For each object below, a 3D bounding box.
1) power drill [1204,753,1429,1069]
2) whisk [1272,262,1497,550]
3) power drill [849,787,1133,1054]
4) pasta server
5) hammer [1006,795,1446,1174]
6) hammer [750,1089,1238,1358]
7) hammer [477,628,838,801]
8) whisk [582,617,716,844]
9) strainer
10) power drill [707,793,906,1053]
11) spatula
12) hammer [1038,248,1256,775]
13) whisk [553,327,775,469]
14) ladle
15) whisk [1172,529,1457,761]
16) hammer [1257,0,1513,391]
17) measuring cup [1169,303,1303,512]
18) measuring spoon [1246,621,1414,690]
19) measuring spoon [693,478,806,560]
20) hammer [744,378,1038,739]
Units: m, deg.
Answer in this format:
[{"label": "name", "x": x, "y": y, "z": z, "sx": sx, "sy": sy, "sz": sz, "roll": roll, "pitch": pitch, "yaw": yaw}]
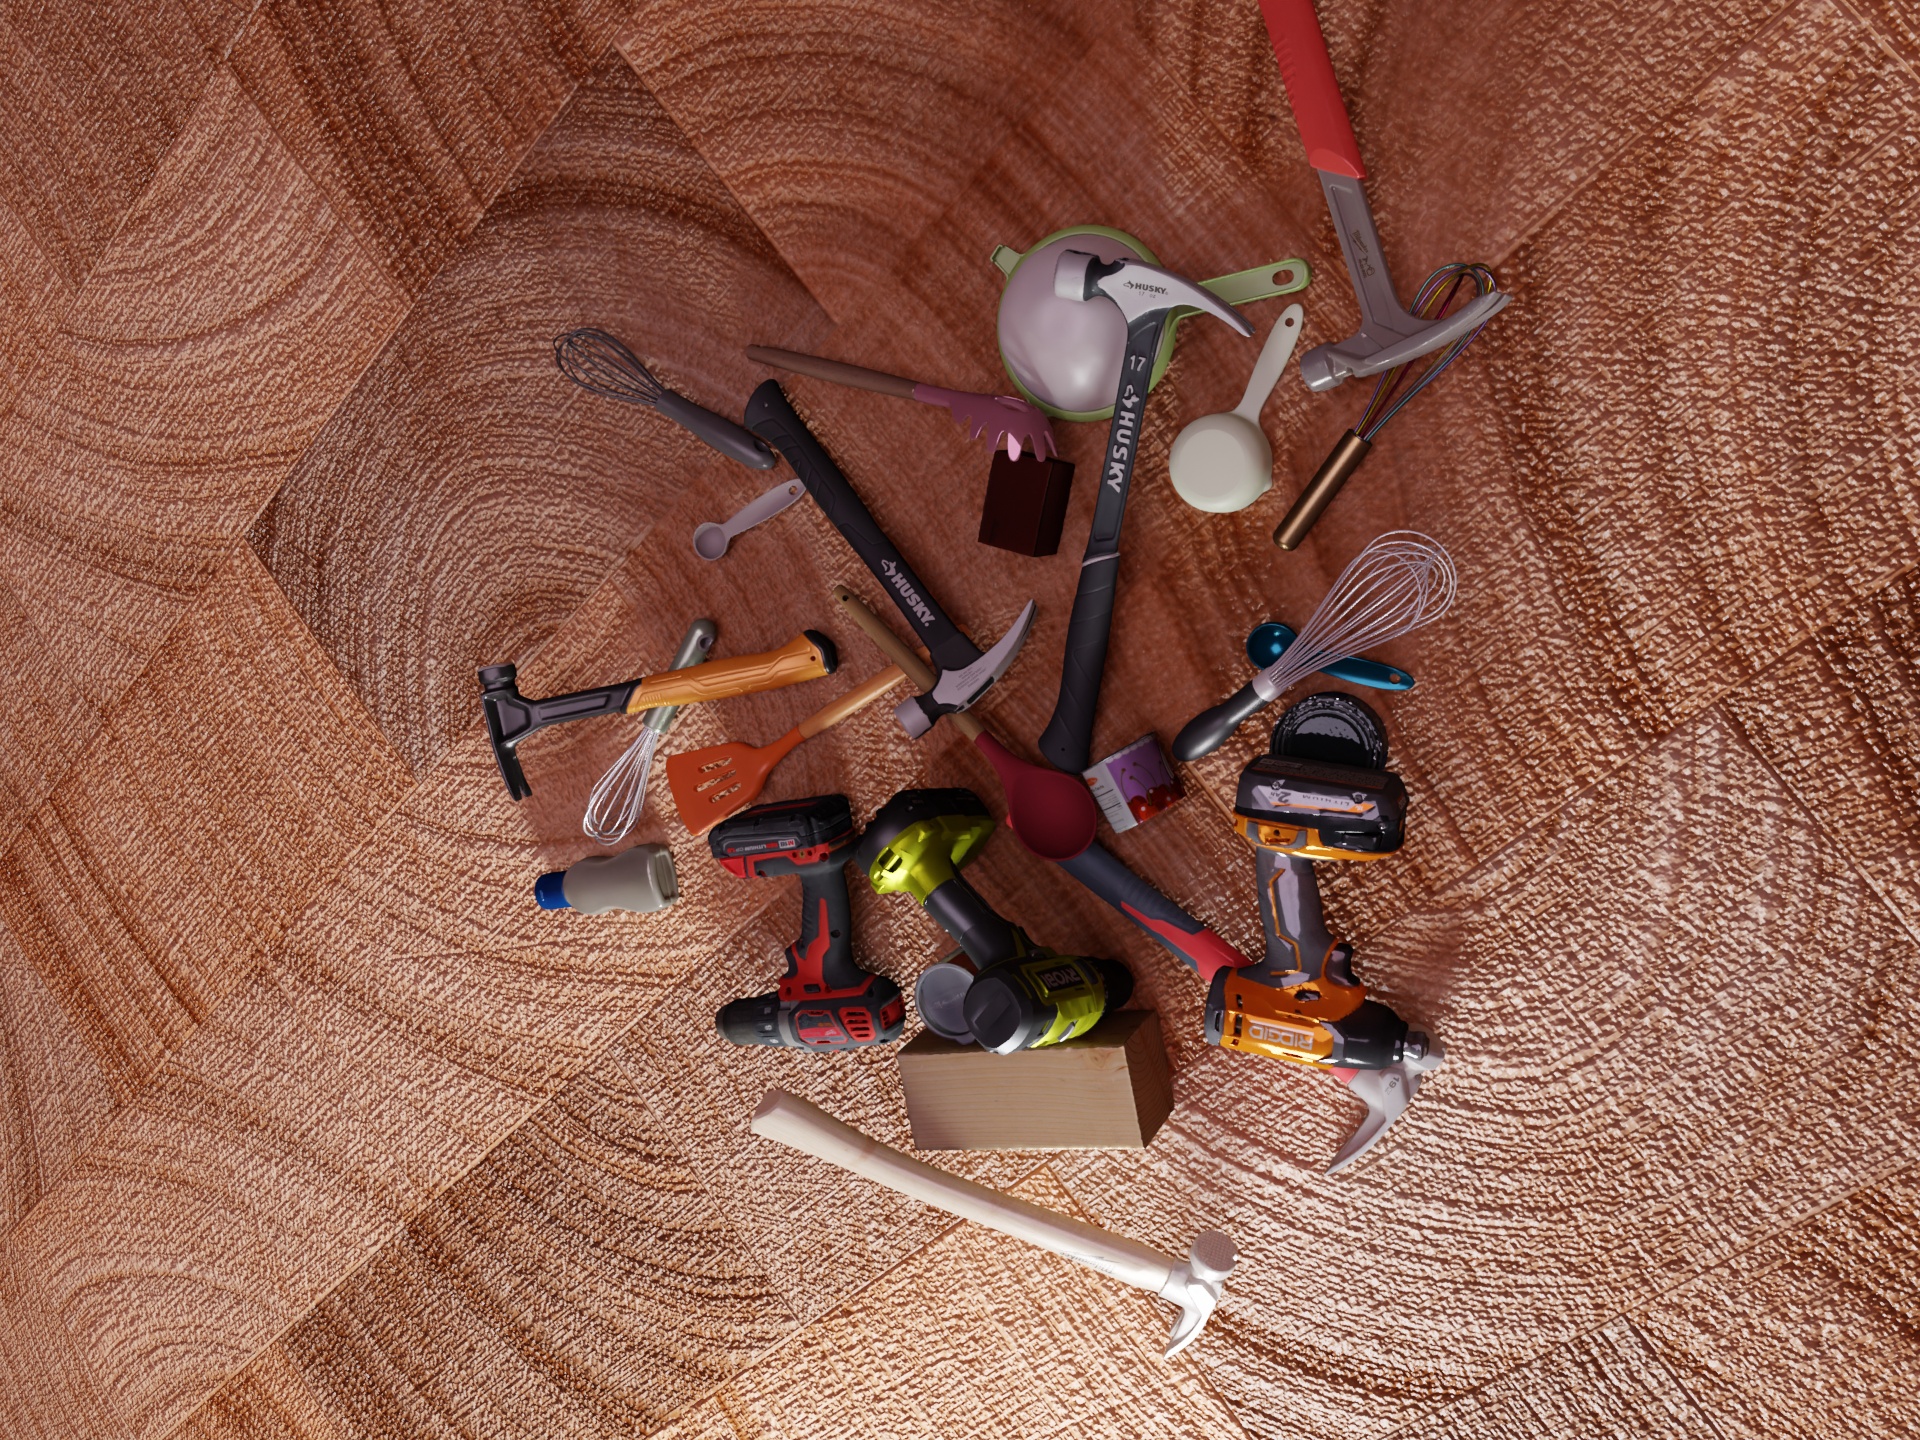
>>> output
[{"label": "power drill", "x": 0.272, "y": 0.150, "z": 1.176, "sx": 0.164, "sy": 0.084, "sz": 0.226, "roll": 9, "pitch": 105, "yaw": 23}, {"label": "whisk", "x": 0.301, "y": -0.226, "z": 1.155, "sx": 0.051, "sy": 0.047, "sz": 0.245, "roll": 40, "pitch": 116, "yaw": 12}, {"label": "power drill", "x": 0.032, "y": 0.162, "z": 1.289, "sx": 0.229, "sy": 0.190, "sz": 0.080, "roll": 50, "pitch": 116, "yaw": 25}, {"label": "pasta server", "x": -0.056, "y": -0.267, "z": 1.301, "sx": 0.316, "sy": 0.060, "sz": 0.040, "roll": 20, "pitch": 119, "yaw": 31}, {"label": "hammer", "x": 0.189, "y": 0.198, "z": 1.286, "sx": 0.386, "sy": 0.038, "sz": 0.143, "roll": 37, "pitch": 114, "yaw": 15}, {"label": "hammer", "x": 0.016, "y": 0.411, "z": 1.333, "sx": 0.410, "sy": 0.038, "sz": 0.146, "roll": 20, "pitch": 129, "yaw": 7}, {"label": "hammer", "x": -0.269, "y": -0.019, "z": 1.424, "sx": 0.337, "sy": 0.034, "sz": 0.127, "roll": -11, "pitch": 94, "yaw": 14}, {"label": "whisk", "x": -0.287, "y": 0.011, "z": 1.472, "sx": 0.059, "sy": 0.057, "sz": 0.246, "roll": 42, "pitch": 111, "yaw": 36}, {"label": "strainer", "x": 0.133, "y": -0.312, "z": 1.202, "sx": 0.256, "sy": 0.069, "sz": 0.151, "roll": -7, "pitch": 96, "yaw": 27}, {"label": "power drill", "x": -0.157, "y": 0.191, "z": 1.428, "sx": 0.188, "sy": 0.080, "sz": 0.226, "roll": -9, "pitch": 98, "yaw": 26}, {"label": "spatula", "x": -0.125, "y": -0.002, "z": 1.395, "sx": 0.322, "sy": 0.041, "sz": 0.081, "roll": -31, "pitch": 71, "yaw": 25}, {"label": "hammer", "x": 0.117, "y": -0.142, "z": 1.222, "sx": 0.149, "sy": 0.036, "sz": 0.408, "roll": 15, "pitch": 116, "yaw": 14}, {"label": "whisk", "x": -0.263, "y": -0.283, "z": 1.407, "sx": 0.239, "sy": 0.055, "sz": 0.055, "roll": 31, "pitch": 111, "yaw": 13}, {"label": "ladle", "x": -0.002, "y": -0.004, "z": 1.317, "sx": 0.069, "sy": 0.031, "sz": 0.316, "roll": -44, "pitch": 73, "yaw": 2}, {"label": "whisk", "x": 0.253, "y": -0.043, "z": 1.181, "sx": 0.070, "sy": 0.070, "sz": 0.284, "roll": 53, "pitch": 131, "yaw": 7}, {"label": "hammer", "x": 0.262, "y": -0.423, "z": 1.112, "sx": 0.149, "sy": 0.036, "sz": 0.359, "roll": -20, "pitch": 84, "yaw": 41}, {"label": "measuring cup", "x": 0.213, "y": -0.234, "z": 1.195, "sx": 0.083, "sy": 0.038, "sz": 0.167, "roll": 31, "pitch": 113, "yaw": 17}, {"label": "measuring spoon", "x": 0.283, "y": -0.048, "z": 1.213, "sx": 0.128, "sy": 0.021, "sz": 0.042, "roll": 16, "pitch": 123, "yaw": 13}, {"label": "measuring spoon", "x": -0.184, "y": -0.180, "z": 1.408, "sx": 0.124, "sy": 0.018, "sz": 0.034, "roll": -28, "pitch": 87, "yaw": 20}, {"label": "hammer", "x": -0.074, "y": -0.156, "z": 1.330, "sx": 0.146, "sy": 0.035, "sz": 0.335, "roll": -37, "pitch": 75, "yaw": 1}]
